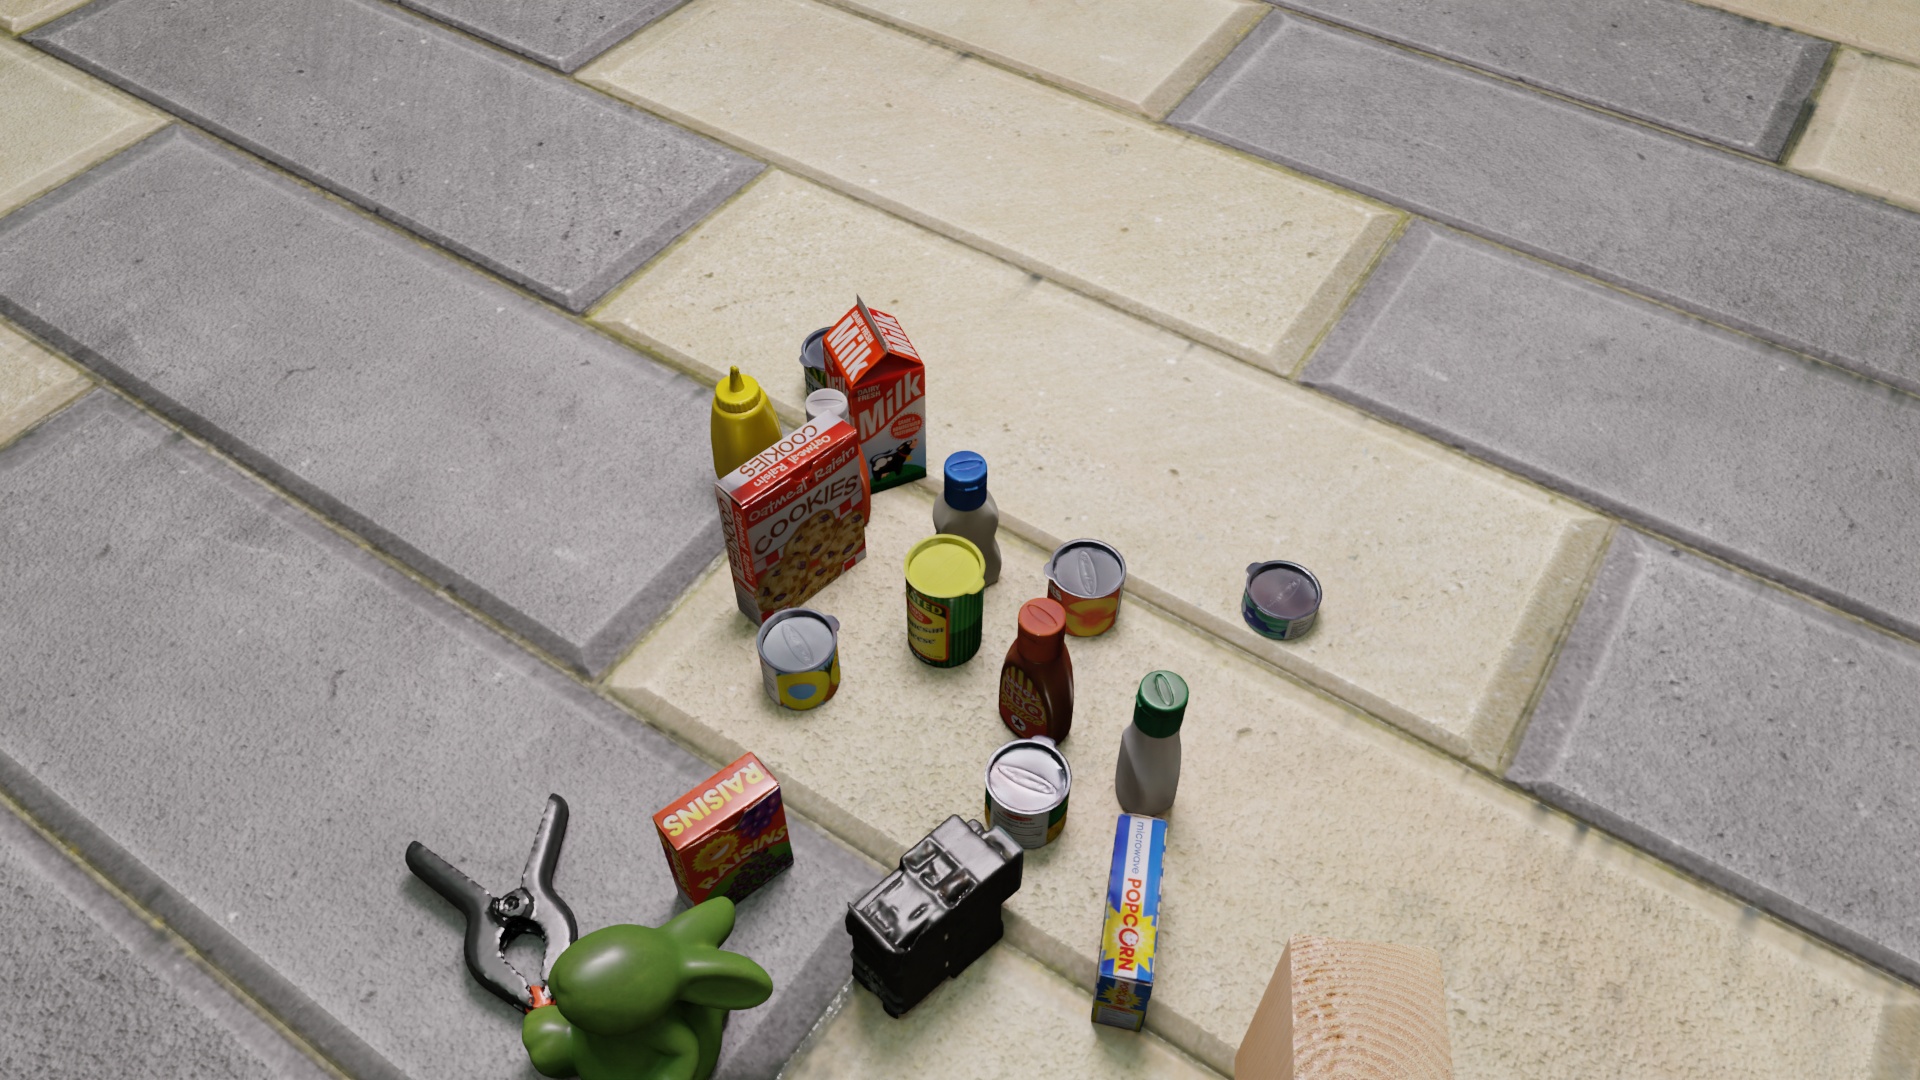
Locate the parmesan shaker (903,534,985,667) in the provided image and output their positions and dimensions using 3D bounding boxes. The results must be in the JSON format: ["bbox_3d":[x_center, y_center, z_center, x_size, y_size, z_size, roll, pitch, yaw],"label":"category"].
[{"bbox_3d":[-0.011,0.054,1.165,0.071,0.102,0.072,0,50,0],"label":"parmesan shaker"}]

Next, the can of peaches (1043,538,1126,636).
[{"bbox_3d":[0.106,0.041,1.206,0.071,0.057,0.071,0,50,0],"label":"can of peaches"}]

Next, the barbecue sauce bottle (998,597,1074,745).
[{"bbox_3d":[0.061,0.103,1.095,0.065,0.147,0.044,37,59,26],"label":"barbecue sauce bottle"}]

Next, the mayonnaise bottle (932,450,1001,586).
[{"bbox_3d":[0.004,-0.015,1.194,0.065,0.147,0.041,-11,51,-9],"label":"mayonnaise bottle"}]

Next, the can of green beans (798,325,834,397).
[{"bbox_3d":[-0.123,-0.170,1.382,0.071,0.057,0.071,0,50,0],"label":"can of green beans"}]

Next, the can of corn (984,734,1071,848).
[{"bbox_3d":[0.052,0.195,1.076,0.071,0.058,0.071,0,50,0],"label":"can of corn"}]

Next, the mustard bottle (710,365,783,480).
[{"bbox_3d":[-0.196,-0.104,1.259,0.049,0.159,0.065,36,58,26],"label":"mustard bottle"}]

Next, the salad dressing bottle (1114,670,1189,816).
[{"bbox_3d":[0.146,0.154,1.053,0.044,0.146,0.064,-9,51,-8],"label":"salad dressing bottle"}]

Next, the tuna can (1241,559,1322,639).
[{"bbox_3d":[0.278,0.051,1.216,0.071,0.032,0.071,0,50,0],"label":"tuna can"}]

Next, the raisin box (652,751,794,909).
[{"bbox_3d":[-0.170,0.219,1.011,0.086,0.122,0.040,-32,57,-24],"label":"raisin box"}]

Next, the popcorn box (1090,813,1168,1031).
[{"bbox_3d":[0.121,0.272,0.994,0.038,0.084,0.127,8,50,6],"label":"popcorn box"}]

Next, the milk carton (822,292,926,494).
[{"bbox_3d":[-0.077,-0.133,1.265,0.073,0.189,0.072,-19,53,-16],"label":"milk carton"}]

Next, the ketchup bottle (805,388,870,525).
[{"bbox_3d":[-0.114,-0.070,1.238,0.065,0.148,0.044,-2,50,-2],"label":"ketchup bottle"}]

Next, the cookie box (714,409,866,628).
[{"bbox_3d":[-0.139,-0.015,1.180,0.040,0.166,0.123,37,59,27],"label":"cookie box"}]

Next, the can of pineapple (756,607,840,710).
[{"bbox_3d":[-0.132,0.098,1.156,0.071,0.057,0.071,0,50,0],"label":"can of pineapple"}]
